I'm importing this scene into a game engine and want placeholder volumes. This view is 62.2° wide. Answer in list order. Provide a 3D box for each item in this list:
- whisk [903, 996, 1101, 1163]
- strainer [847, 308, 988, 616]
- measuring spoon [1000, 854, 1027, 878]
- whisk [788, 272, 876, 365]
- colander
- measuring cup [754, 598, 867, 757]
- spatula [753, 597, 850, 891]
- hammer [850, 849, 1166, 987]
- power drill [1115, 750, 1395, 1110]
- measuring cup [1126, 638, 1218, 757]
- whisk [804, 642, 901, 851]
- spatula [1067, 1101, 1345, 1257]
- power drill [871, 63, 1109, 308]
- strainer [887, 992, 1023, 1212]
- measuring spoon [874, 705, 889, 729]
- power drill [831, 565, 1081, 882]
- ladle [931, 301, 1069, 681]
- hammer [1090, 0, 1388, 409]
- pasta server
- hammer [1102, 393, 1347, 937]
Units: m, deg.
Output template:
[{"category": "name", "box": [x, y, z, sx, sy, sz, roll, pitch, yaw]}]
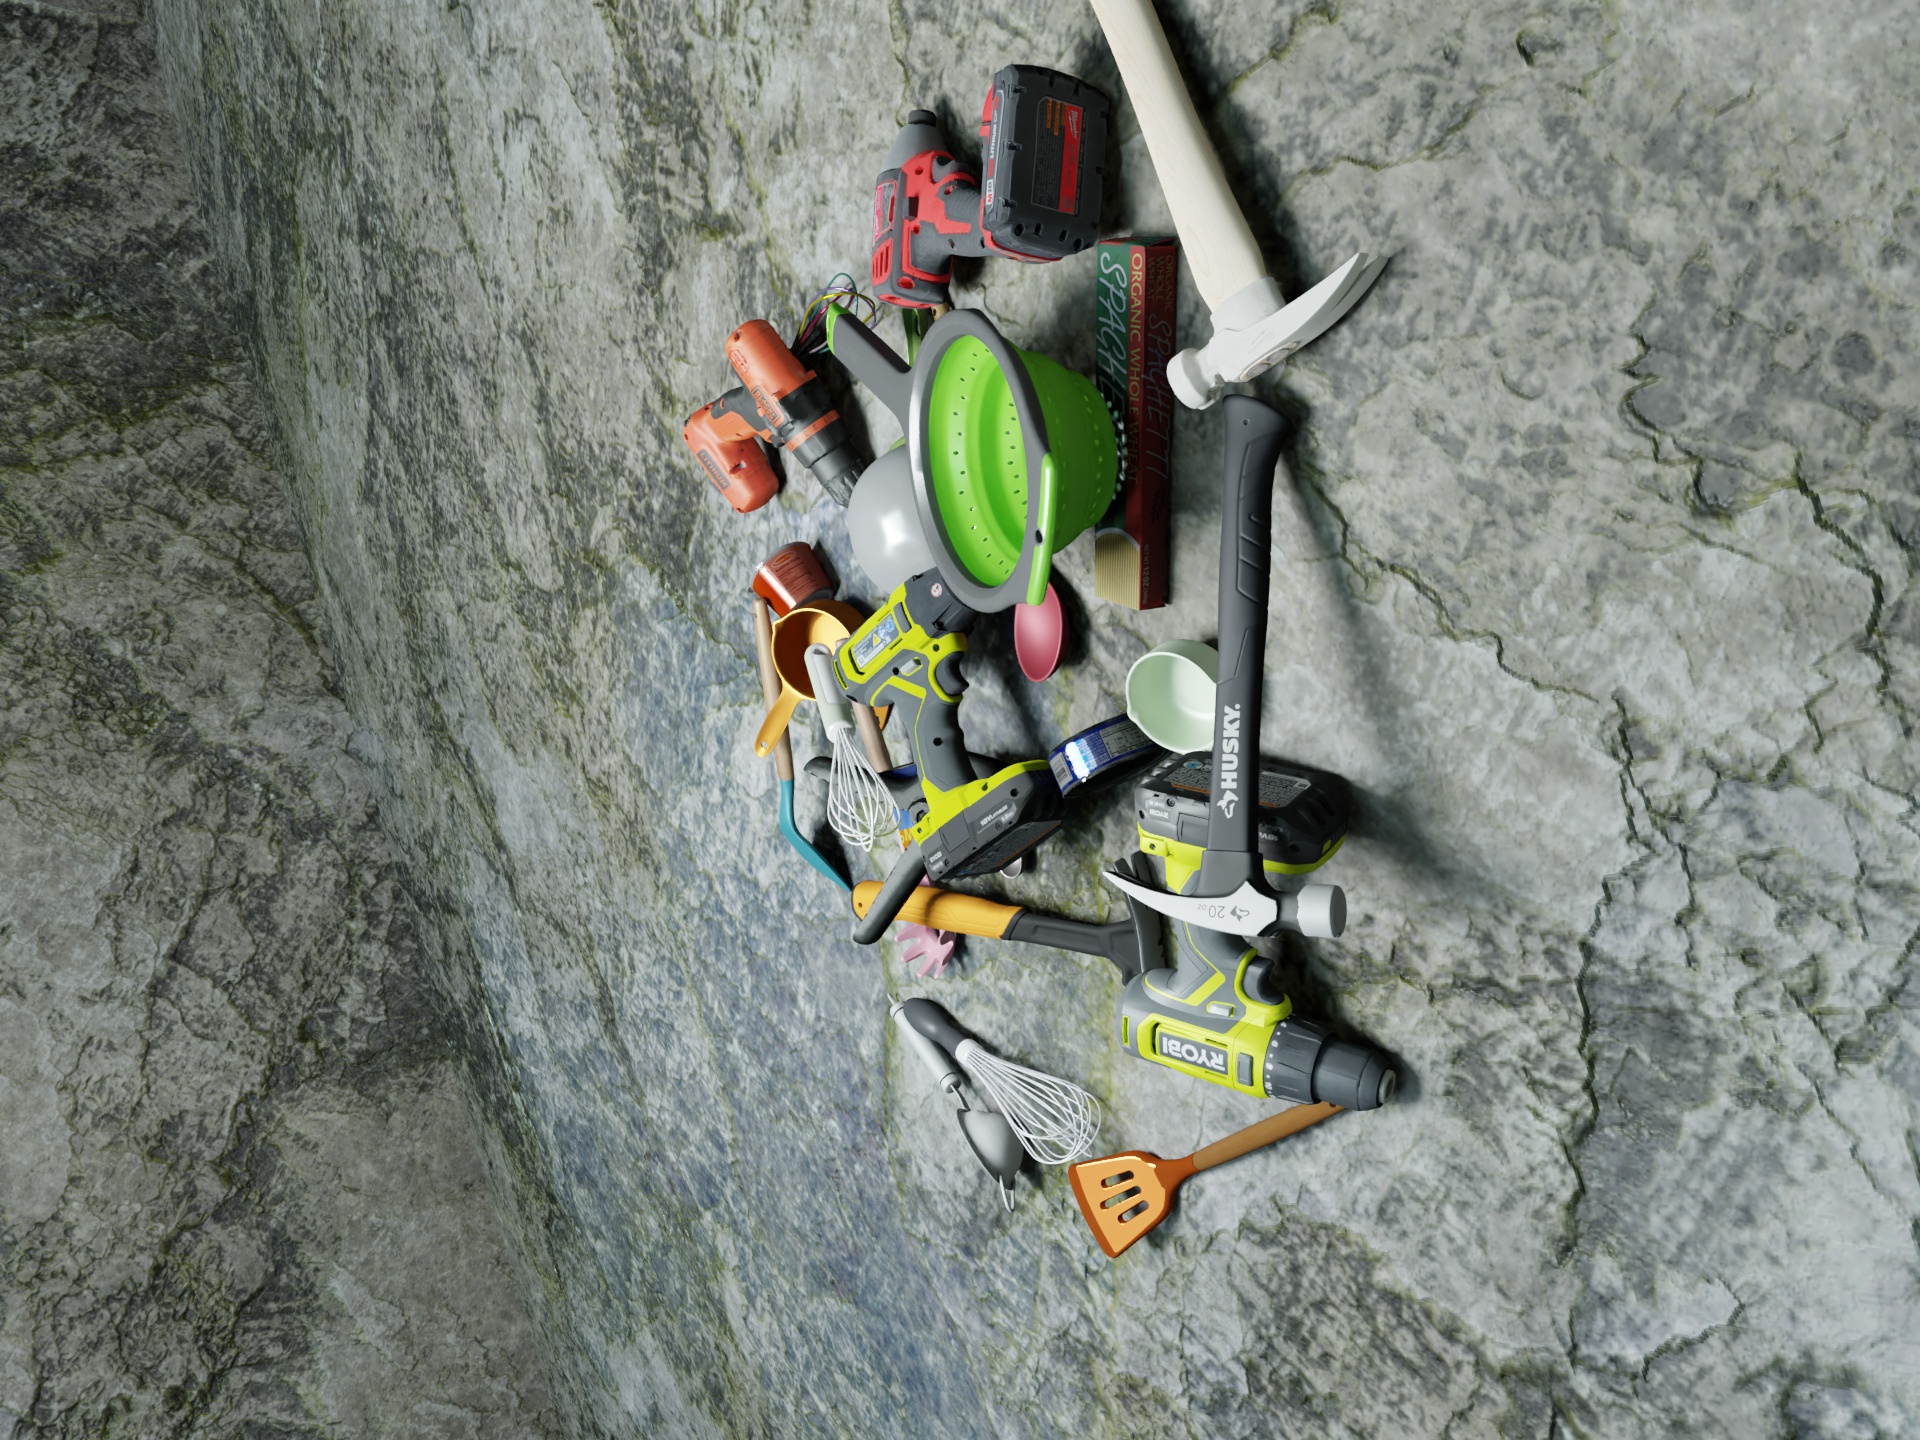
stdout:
[{"category": "whisk", "box": [0.026, 0.309, 1.402, 0.285, 0.070, 0.070, 26, 123, 53]}, {"category": "strainer", "box": [-0.050, -0.207, 1.285, 0.152, 0.069, 0.256, 23, 123, 49]}, {"category": "measuring spoon", "box": [0.065, 0.087, 1.296, 0.034, 0.018, 0.124, 58, 136, 22]}, {"category": "whisk", "box": [-0.142, -0.326, 1.391, 0.245, 0.047, 0.051, -20, 96, 59]}, {"category": "colander", "box": [0.010, -0.225, 1.154, 0.398, 0.094, 0.204, -128, 35, -47]}, {"category": "measuring cup", "box": [-0.140, -0.036, 1.459, 0.095, 0.052, 0.173, 38, 122, 7]}, {"category": "spatula", "box": [-0.162, 0.027, 1.527, 0.082, 0.044, 0.317, 27, 131, 48]}, {"category": "hammer", "box": [0.027, 0.158, 1.315, 0.337, 0.034, 0.127, 2, 106, 45]}, {"category": "power drill", "box": [0.196, 0.148, 1.057, 0.191, 0.080, 0.228, 11, 116, 33]}, {"category": "measuring cup", "box": [0.176, 0.019, 1.096, 0.083, 0.038, 0.167, -17, 106, 46]}, {"category": "whisk", "box": [-0.097, 0.014, 1.315, 0.247, 0.057, 0.059, -111, 23, -47]}, {"category": "spatula", "box": [0.187, 0.329, 1.193, 0.322, 0.041, 0.081, -46, 64, 51]}, {"category": "power drill", "box": [0.008, -0.378, 1.122, 0.220, 0.078, 0.143, 7, 93, 59]}, {"category": "strainer", "box": [-0.004, 0.339, 1.468, 0.259, 0.050, 0.086, 48, -178, 40]}, {"category": "measuring spoon", "box": [-0.064, -0.031, 1.432, 0.021, 0.011, 0.116, 50, 143, 29]}, {"category": "power drill", "box": [-0.002, -0.004, 1.229, 0.171, 0.080, 0.223, -39, 65, 37]}, {"category": "ladle", "box": [0.027, -0.183, 1.225, 0.069, 0.031, 0.315, -26, 80, 57]}, {"category": "hammer", "box": [0.123, -0.407, 0.981, 0.146, 0.038, 0.411, -31, 75, 42]}, {"category": "pasta server", "box": [-0.063, 0.079, 1.415, 0.060, 0.040, 0.316, -4, 108, 46]}, {"category": "hammer", "box": [0.167, -0.037, 0.979, 0.146, 0.035, 0.335, 0, 83, 30]}]
